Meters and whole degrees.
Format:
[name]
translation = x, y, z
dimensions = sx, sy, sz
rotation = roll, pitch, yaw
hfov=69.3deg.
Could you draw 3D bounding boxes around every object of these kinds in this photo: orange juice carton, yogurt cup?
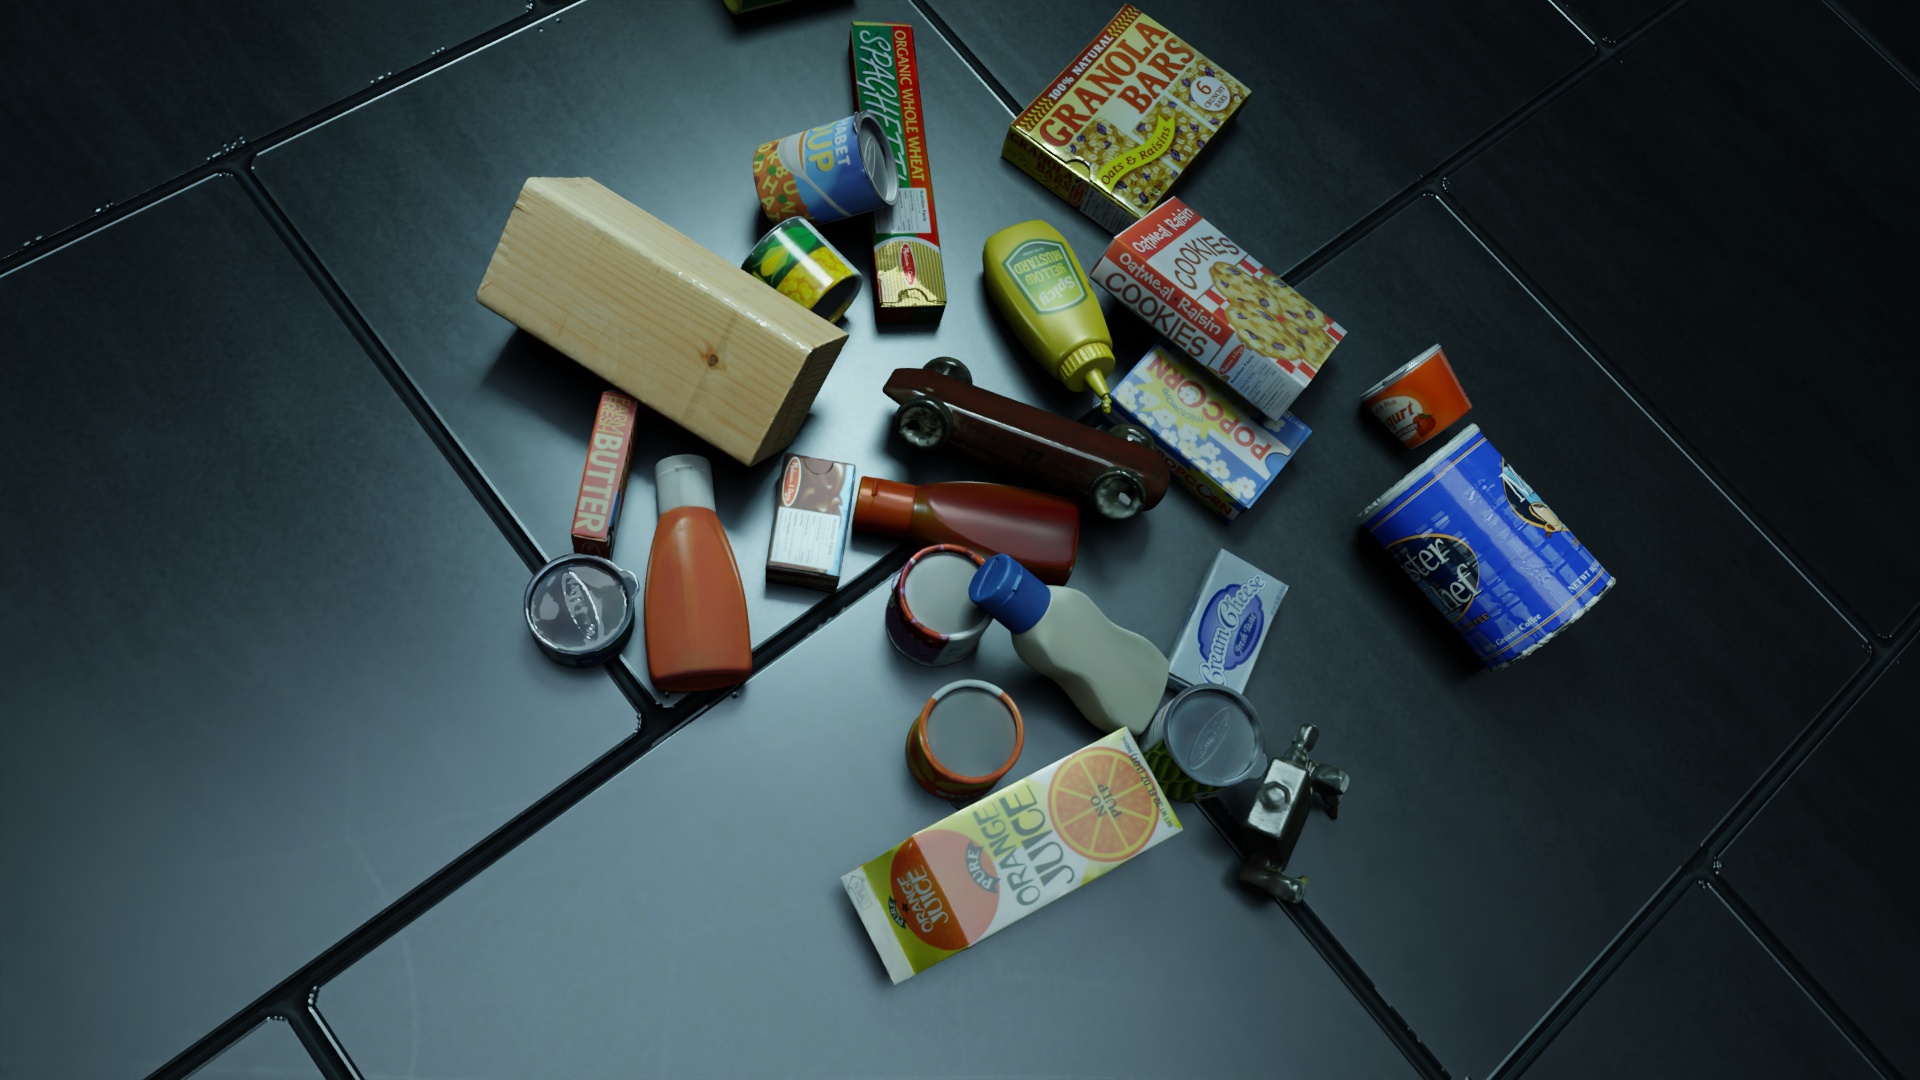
[orange juice carton]
translation = 0.029, 0.190, 0.837
dimensions = 0.193, 0.072, 0.072
rotation = -24, 75, -18
[yogurt cup]
translation = 0.336, -0.103, 1.018
dimensions = 0.072, 0.072, 0.054
rotation = -34, 87, -21

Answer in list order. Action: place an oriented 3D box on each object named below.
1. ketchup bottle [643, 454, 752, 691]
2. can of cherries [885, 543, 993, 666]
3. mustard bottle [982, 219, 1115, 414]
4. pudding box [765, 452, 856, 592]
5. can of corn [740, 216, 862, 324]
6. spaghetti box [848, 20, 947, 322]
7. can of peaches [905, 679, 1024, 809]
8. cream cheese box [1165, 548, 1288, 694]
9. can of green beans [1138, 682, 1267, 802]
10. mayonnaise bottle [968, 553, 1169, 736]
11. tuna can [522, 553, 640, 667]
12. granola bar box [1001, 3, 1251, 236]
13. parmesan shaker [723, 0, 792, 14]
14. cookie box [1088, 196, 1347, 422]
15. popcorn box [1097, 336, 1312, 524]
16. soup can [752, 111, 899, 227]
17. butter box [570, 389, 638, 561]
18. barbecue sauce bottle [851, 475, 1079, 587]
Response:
[ketchup bottle]
translation = -0.170, 0.019, 0.882
dimensions = 0.065, 0.043, 0.149
rotation = -4, 70, -13
[can of cherries]
translation = -0.014, 0.040, 0.896
dimensions = 0.071, 0.058, 0.072
rotation = 4, 69, -10
[mustard bottle]
translation = 0.071, -0.155, 0.983
dimensions = 0.065, 0.048, 0.161
rotation = -23, 65, -12
[pudding box]
translation = -0.098, -0.012, 0.916
dimensions = 0.050, 0.030, 0.084
rotation = 9, 67, -6
[can of corn]
translation = -0.112, -0.178, 0.960
dimensions = 0.058, 0.071, 0.071
rotation = 45, 68, 8
[spaghetti box]
translation = -0.049, -0.277, 1.030
dimensions = 0.050, 0.028, 0.251
rotation = -2, 69, -12
[can of peaches]
translation = 0.003, 0.127, 0.865
dimensions = 0.071, 0.057, 0.071
rotation = 4, 68, -9
[cream cheese box]
translation = 0.179, 0.062, 0.942
dimensions = 0.053, 0.024, 0.104
rotation = 28, 66, 1
[can of green beans]
translation = 0.154, 0.131, 0.892
dimensions = 0.071, 0.057, 0.071
rotation = 4, 68, -9
[mayonnaise bottle]
translation = 0.068, 0.063, 0.878
dimensions = 0.148, 0.041, 0.065
rotation = 39, 63, -26
[tuna can]
translation = -0.234, 0.043, 0.866
dimensions = 0.071, 0.032, 0.071
rotation = 4, 68, -9
[granola bar box]
translation = 0.130, -0.326, 1.079
dimensions = 0.124, 0.039, 0.166
rotation = 37, 67, 5
[parmesan shaker]
translation = -0.134, -0.450, 1.063
dimensions = 0.103, 0.071, 0.071
rotation = -21, 74, -18
[cookie box]
translation = 0.187, -0.170, 1.000
dimensions = 0.167, 0.040, 0.123
rotation = 39, 38, 6
[popcorn box]
translation = 0.173, -0.084, 0.992
dimensions = 0.127, 0.038, 0.085
rotation = 40, 66, 7
[soup can]
translation = -0.095, -0.259, 0.975
dimensions = 0.083, 0.071, 0.071
rotation = -11, 68, 19
[butter box]
translation = -0.227, -0.039, 0.889
dimensions = 0.024, 0.053, 0.104
rotation = 10, 67, -9
[barbecue sauce bottle]
translation = 0.003, -0.012, 0.927
dimensions = 0.149, 0.043, 0.065
rotation = 11, 55, -5
